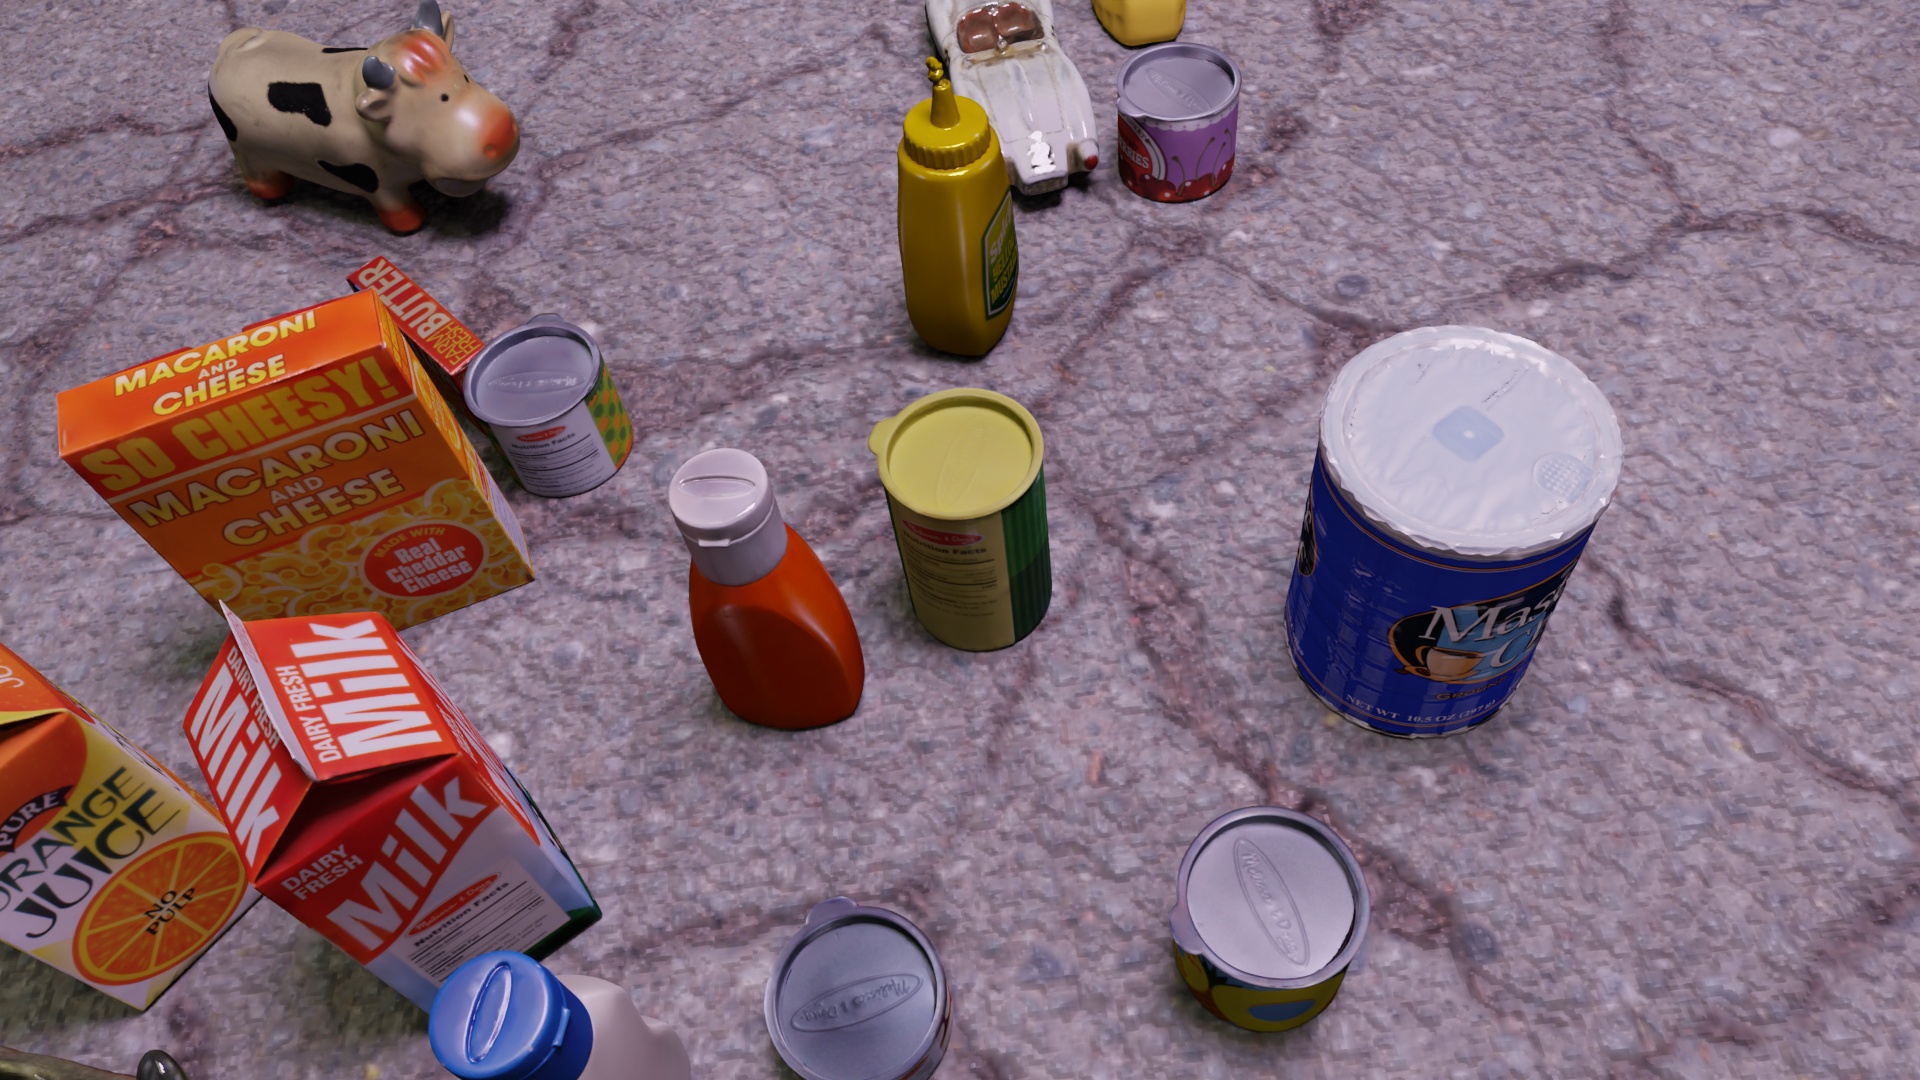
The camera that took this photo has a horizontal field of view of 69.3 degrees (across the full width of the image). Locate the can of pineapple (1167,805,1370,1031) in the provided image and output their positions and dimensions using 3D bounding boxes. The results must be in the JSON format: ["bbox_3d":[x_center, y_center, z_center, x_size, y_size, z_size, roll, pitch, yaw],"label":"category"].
[{"bbox_3d":[0.109,0.138,0.505,0.071,0.057,0.071,-3,55,4],"label":"can of pineapple"}]

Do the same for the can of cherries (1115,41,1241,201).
[{"bbox_3d":[0.116,-0.227,0.759,0.071,0.058,0.072,-3,55,4],"label":"can of cherries"}]

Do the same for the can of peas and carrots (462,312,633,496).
[{"bbox_3d":[-0.200,-0.066,0.681,0.071,0.058,0.071,-3,55,4],"label":"can of peas and carrots"}]

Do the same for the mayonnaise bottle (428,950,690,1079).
[{"bbox_3d":[-0.126,0.173,0.451,0.041,0.147,0.065,3,56,8],"label":"mayonnaise bottle"}]

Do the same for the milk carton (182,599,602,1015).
[{"bbox_3d":[-0.201,0.094,0.489,0.073,0.189,0.072,-34,59,-16],"label":"milk carton"}]

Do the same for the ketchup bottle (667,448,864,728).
[{"bbox_3d":[-0.079,0.023,0.550,0.065,0.148,0.044,0,56,7],"label":"ketchup bottle"}]

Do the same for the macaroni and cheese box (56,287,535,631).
[{"bbox_3d":[-0.272,-0.020,0.591,0.124,0.165,0.040,-21,56,-9],"label":"macaroni and cheese box"}]

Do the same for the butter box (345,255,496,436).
[{"bbox_3d":[-0.271,-0.100,0.716,0.104,0.053,0.024,37,67,27],"label":"butter box"}]

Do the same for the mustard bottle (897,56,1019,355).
[{"bbox_3d":[-0.003,-0.159,0.663,0.049,0.159,0.065,14,58,16],"label":"mustard bottle"}]

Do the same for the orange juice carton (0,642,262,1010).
[{"bbox_3d":[-0.339,0.094,0.502,0.072,0.191,0.073,30,63,24],"label":"orange juice carton"}]

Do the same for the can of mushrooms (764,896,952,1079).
[{"bbox_3d":[-0.037,0.170,0.513,0.071,0.033,0.071,-3,55,4],"label":"can of mushrooms"}]

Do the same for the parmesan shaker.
[{"bbox_3d":[0.002,-0.007,0.591,0.071,0.102,0.071,-3,55,4],"label":"parmesan shaker"}]
